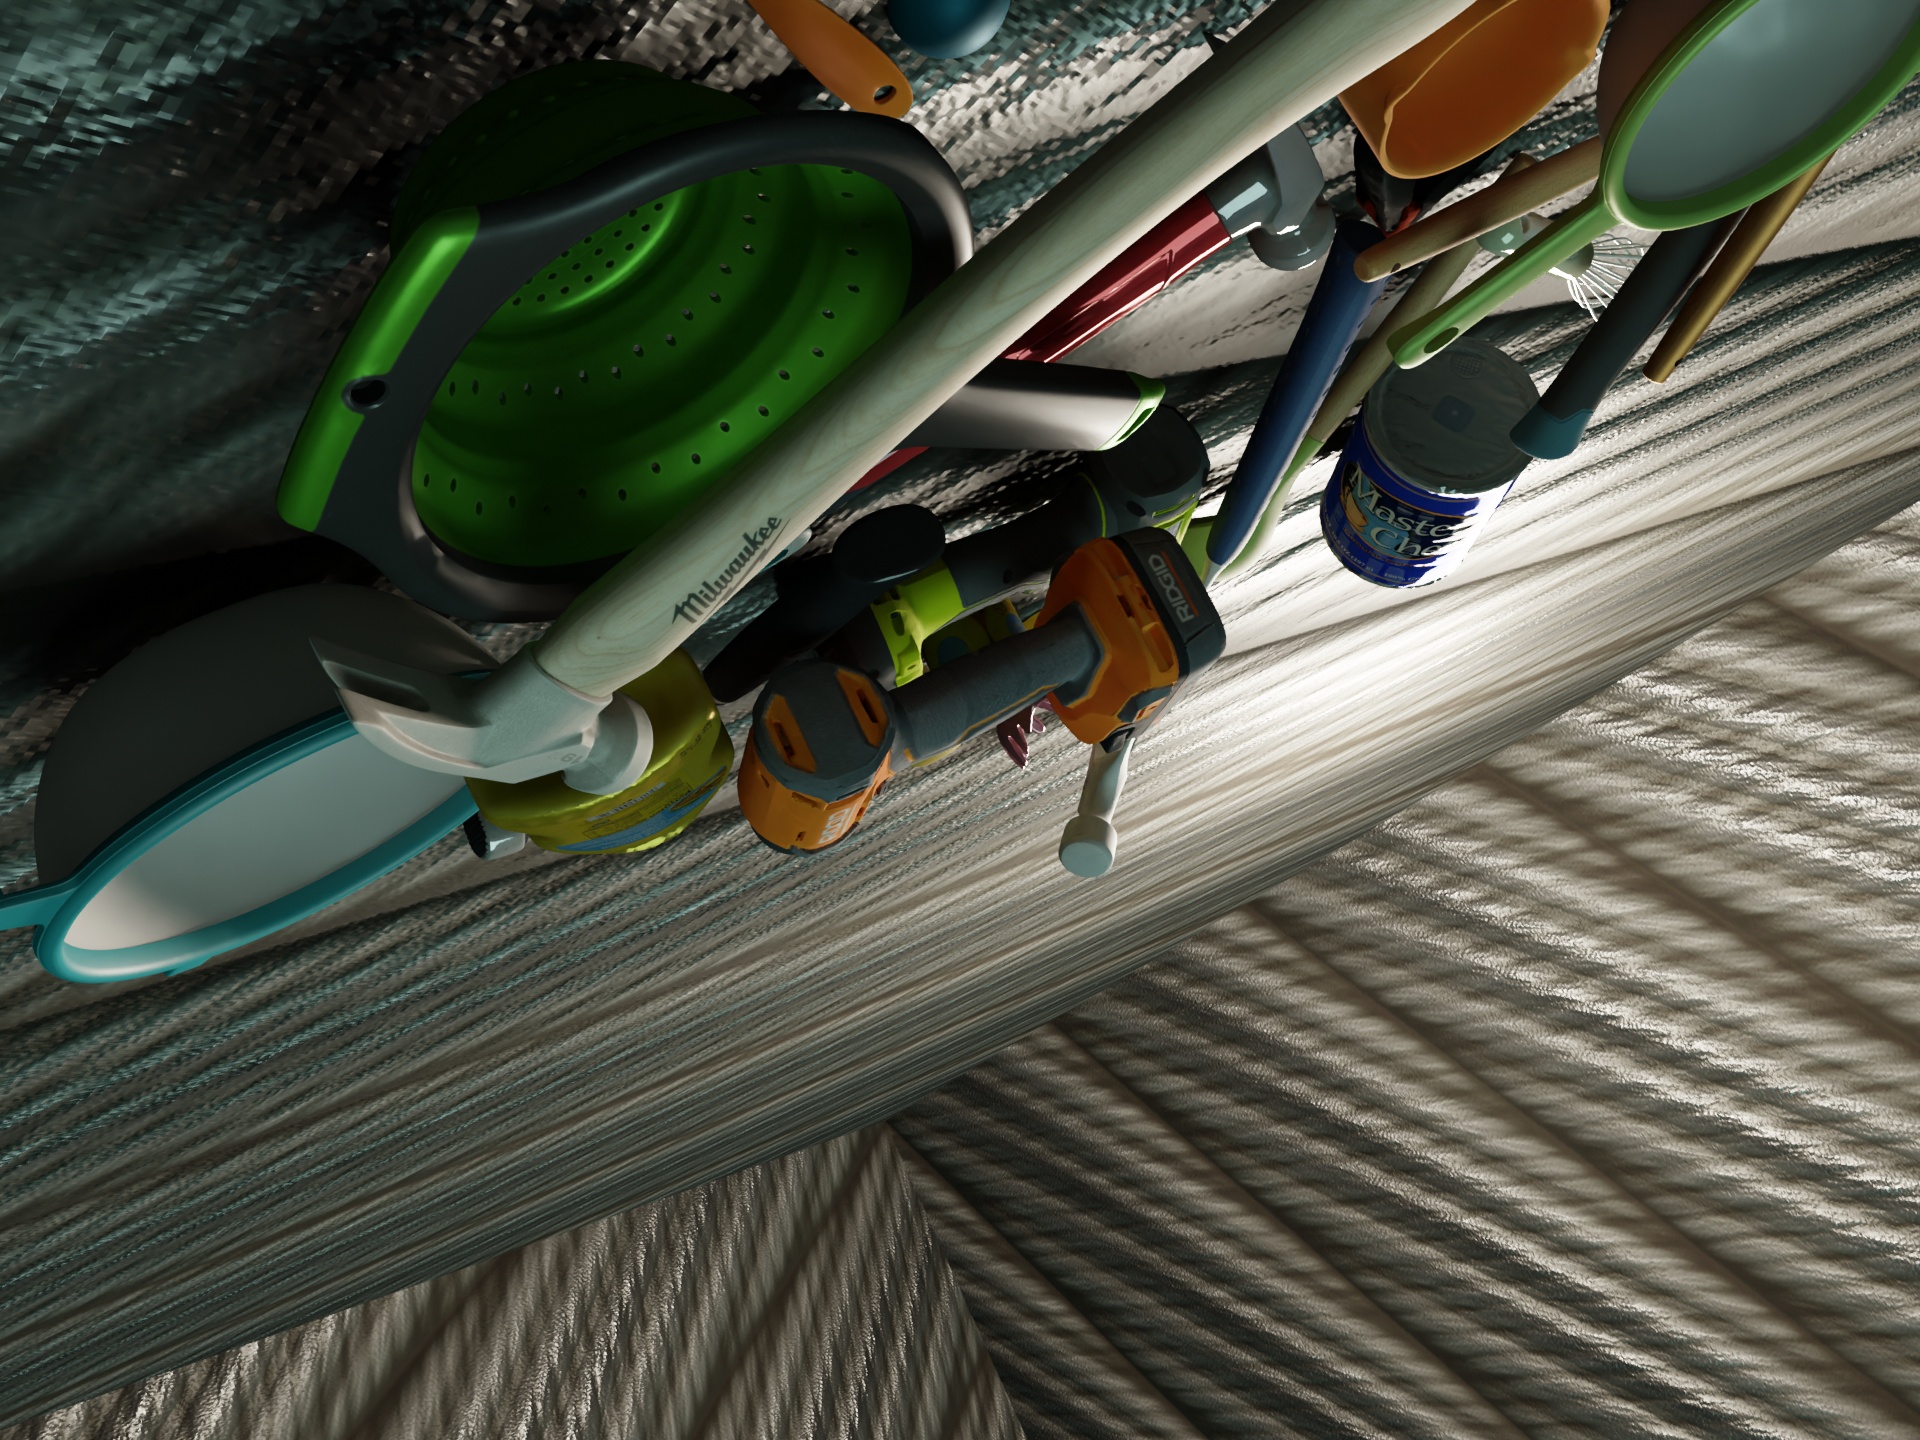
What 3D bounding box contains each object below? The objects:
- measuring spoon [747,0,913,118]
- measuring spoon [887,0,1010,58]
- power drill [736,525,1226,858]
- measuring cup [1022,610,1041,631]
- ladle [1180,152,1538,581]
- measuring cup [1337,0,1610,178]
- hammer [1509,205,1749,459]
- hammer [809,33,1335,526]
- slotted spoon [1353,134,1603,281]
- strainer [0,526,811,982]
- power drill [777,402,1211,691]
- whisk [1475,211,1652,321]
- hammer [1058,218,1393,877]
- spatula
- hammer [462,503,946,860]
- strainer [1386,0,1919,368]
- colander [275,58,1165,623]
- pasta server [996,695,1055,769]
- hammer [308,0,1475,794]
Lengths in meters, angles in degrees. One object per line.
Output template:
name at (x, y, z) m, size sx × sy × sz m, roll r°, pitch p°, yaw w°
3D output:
measuring spoon at (-0.044, -0.214, 0.494) m, size 0.021 × 0.011 × 0.117 m, roll -33°, pitch 165°, yaw 19°
measuring spoon at (0.031, -0.246, 0.482) m, size 0.128 × 0.021 × 0.042 m, roll -35°, pitch 161°, yaw 28°
power drill at (-0.001, -0.002, 0.768) m, size 0.226 × 0.084 × 0.164 m, roll -22°, pitch 166°, yaw -20°
measuring cup at (0.110, -0.071, 1.081) m, size 0.156 × 0.029 × 0.062 m, roll -20°, pitch 162°, yaw -13°
ladle at (0.207, -0.189, 0.891) m, size 0.078 × 0.062 × 0.320 m, roll -16°, pitch 153°, yaw -39°
measuring cup at (0.180, -0.258, 0.516) m, size 0.095 × 0.052 × 0.173 m, roll -21°, pitch 160°, yaw -22°
hammer at (0.379, -0.267, 0.767) m, size 0.128 × 0.033 × 0.331 m, roll -5°, pitch 136°, yaw -43°
hammer at (-0.022, -0.139, 0.690) m, size 0.386 × 0.038 × 0.143 m, roll -32°, pitch 161°, yaw 15°
slotted spoon at (0.305, -0.269, 0.745) m, size 0.314 × 0.031 × 0.070 m, roll -29°, pitch 155°, yaw -19°
strainer at (-0.226, -0.024, 0.651) m, size 0.340 × 0.095 × 0.211 m, roll -33°, pitch 172°, yaw -13°
power drill at (0.021, -0.073, 0.878) m, size 0.228 × 0.080 × 0.190 m, roll -26°, pitch 165°, yaw -11°
whisk at (0.327, -0.245, 0.843) m, size 0.059 × 0.058 × 0.246 m, roll -16°, pitch 175°, yaw 39°
hammer at (0.140, -0.089, 0.888) m, size 0.144 × 0.035 × 0.405 m, roll -71°, pitch -179°, yaw -48°
spatula at (0.410, -0.282, 0.706) m, size 0.081 × 0.041 × 0.322 m, roll -15°, pitch 144°, yaw -38°
hammer at (-0.122, -0.011, 0.792) m, size 0.149 × 0.036 × 0.409 m, roll -17°, pitch 172°, yaw -36°
strainer at (0.280, -0.251, 0.674) m, size 0.256 × 0.069 × 0.151 m, roll -36°, pitch 153°, yaw 30°
colander at (-0.056, -0.139, 0.551) m, size 0.397 × 0.094 × 0.204 m, roll -12°, pitch 151°, yaw -53°
pasta server at (0.076, -0.030, 0.988) m, size 0.060 × 0.040 × 0.316 m, roll -56°, pitch -176°, yaw -19°
hammer at (-0.007, -0.116, 0.478) m, size 0.410 × 0.038 × 0.146 m, roll -39°, pitch 161°, yaw 10°
